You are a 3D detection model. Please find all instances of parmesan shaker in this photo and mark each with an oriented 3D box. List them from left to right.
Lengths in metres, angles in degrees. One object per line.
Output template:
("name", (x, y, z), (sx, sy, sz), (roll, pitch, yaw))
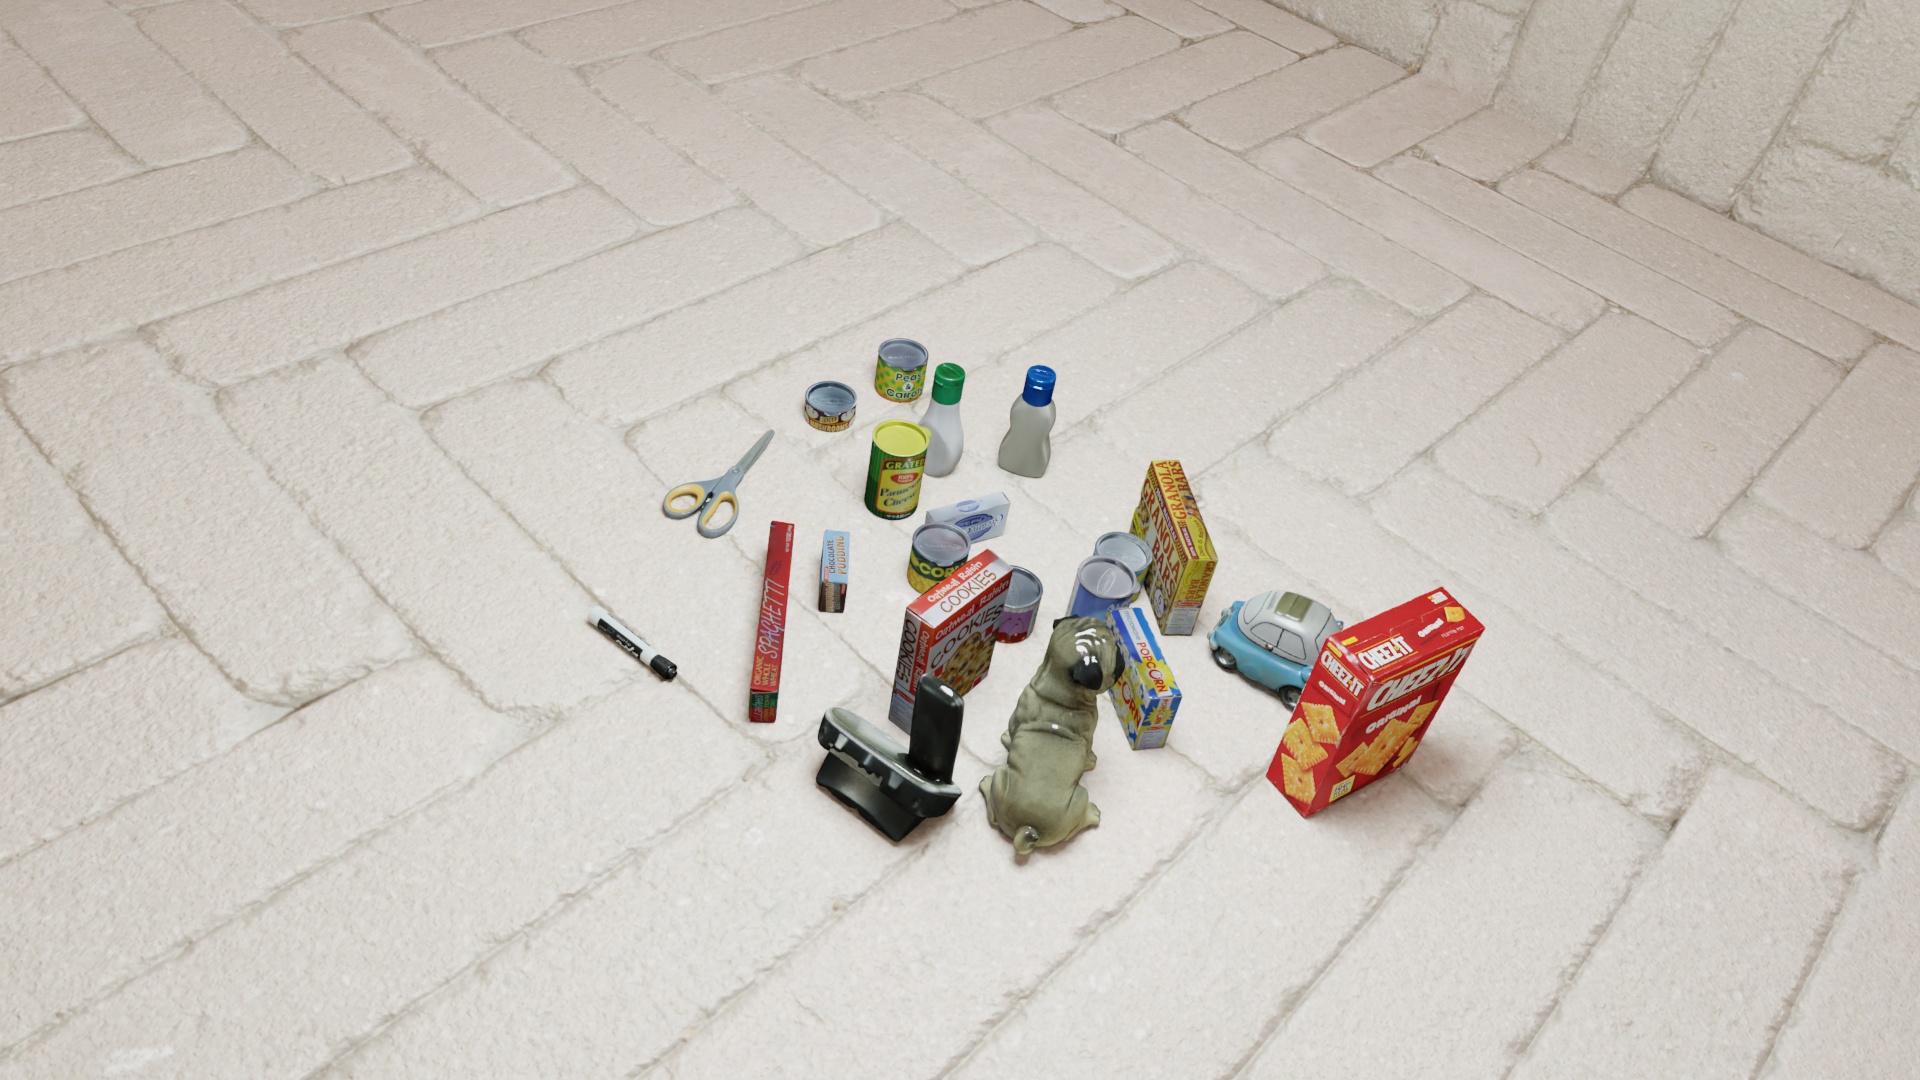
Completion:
("parmesan shaker", (-0.073, -0.082, 1.631), (0.071, 0.102, 0.072), (6, 43, -5))

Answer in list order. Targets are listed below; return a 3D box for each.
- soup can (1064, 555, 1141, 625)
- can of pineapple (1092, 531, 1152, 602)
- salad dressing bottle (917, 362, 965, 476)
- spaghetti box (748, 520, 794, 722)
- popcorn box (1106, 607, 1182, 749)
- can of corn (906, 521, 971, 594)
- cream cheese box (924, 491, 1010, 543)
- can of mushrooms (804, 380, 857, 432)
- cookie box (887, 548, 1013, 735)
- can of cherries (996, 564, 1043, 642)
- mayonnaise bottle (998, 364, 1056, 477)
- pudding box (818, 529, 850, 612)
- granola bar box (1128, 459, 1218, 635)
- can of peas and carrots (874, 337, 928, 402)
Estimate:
("soup can", (0.155, 0.070, 1.529), (0.071, 0.083, 0.072), (6, 43, -5))
("can of pineapple", (0.180, 0.033, 1.593), (0.071, 0.057, 0.071), (6, 43, -5))
("salad dressing bottle", (-0.022, -0.145, 1.677), (0.064, 0.146, 0.044), (36, 48, 25))
("spaghetti box", (-0.199, 0.081, 1.468), (0.029, 0.049, 0.251), (5, 43, -6))
("popcorn box", (0.185, 0.143, 1.455), (0.038, 0.084, 0.127), (-4, 45, -16))
("can of corn", (-0.025, 0.024, 1.560), (0.071, 0.058, 0.071), (6, 43, -5))
("cream cheese box", (0.006, -0.020, 1.617), (0.104, 0.053, 0.024), (-16, 49, -26))
("can of mushrooms", (-0.164, -0.168, 1.755), (0.071, 0.033, 0.071), (6, 43, -5))
("cookie box", (-0.012, 0.103, 1.397), (0.040, 0.166, 0.123), (34, 47, 23))
("can of cherries", (0.051, 0.070, 1.526), (0.071, 0.058, 0.072), (6, 43, -5))
("mayonnaise bottle", (0.087, -0.146, 1.699), (0.065, 0.147, 0.041), (16, 43, 5))
("pudding box", (-0.139, 0.033, 1.532), (0.030, 0.049, 0.084), (5, 43, -7))
("granola bar box", (0.239, 0.007, 1.584), (0.039, 0.123, 0.166), (0, 44, -12))
("can of peas and carrots", (-0.077, -0.220, 1.811), (0.071, 0.058, 0.071), (6, 43, -5))
